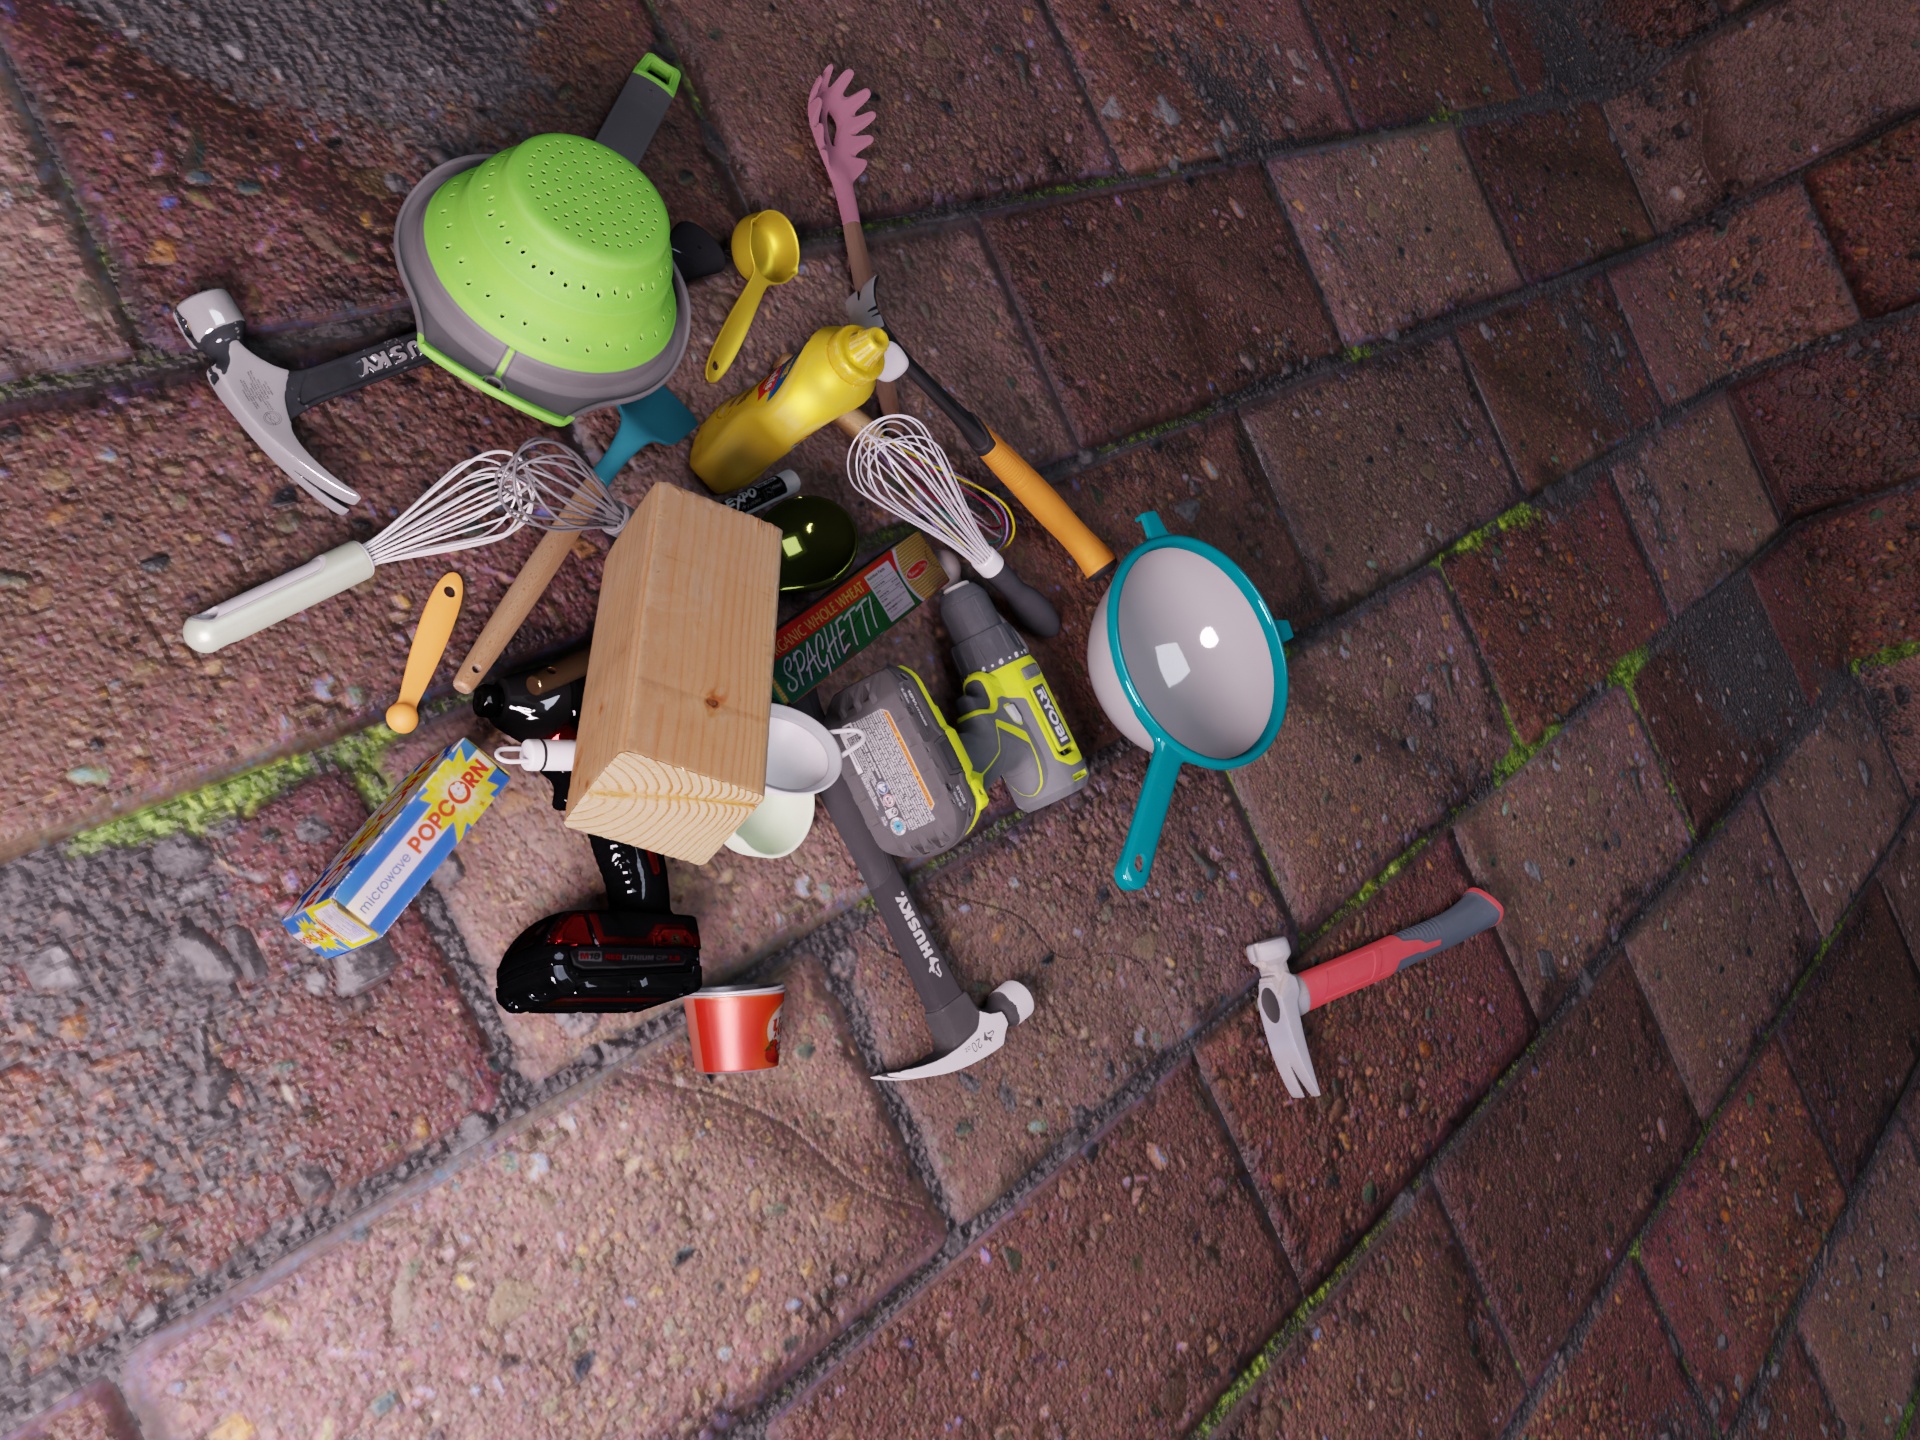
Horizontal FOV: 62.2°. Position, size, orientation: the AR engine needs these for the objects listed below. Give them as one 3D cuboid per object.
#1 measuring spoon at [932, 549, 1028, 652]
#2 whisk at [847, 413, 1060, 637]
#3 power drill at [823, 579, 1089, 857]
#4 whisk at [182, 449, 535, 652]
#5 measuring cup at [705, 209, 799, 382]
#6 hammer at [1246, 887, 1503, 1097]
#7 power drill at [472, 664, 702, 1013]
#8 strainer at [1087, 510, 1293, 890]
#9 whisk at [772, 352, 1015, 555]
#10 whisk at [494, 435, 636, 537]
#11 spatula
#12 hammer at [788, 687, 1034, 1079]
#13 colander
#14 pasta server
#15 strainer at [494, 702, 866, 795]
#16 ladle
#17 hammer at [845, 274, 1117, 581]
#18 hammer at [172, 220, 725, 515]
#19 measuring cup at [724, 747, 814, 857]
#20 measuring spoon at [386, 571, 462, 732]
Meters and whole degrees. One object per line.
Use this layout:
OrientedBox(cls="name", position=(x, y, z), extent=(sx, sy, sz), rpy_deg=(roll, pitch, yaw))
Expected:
OrientedBox(cls="measuring spoon", position=(0.019, -0.097, 1.324), extent=(0.124, 0.018, 0.034), rpy_deg=(44, 52, -22))
OrientedBox(cls="whisk", position=(0.003, -0.145, 1.274), extent=(0.284, 0.070, 0.070), rpy_deg=(43, 50, -43))
OrientedBox(cls="power drill", position=(-0.002, -0.004, 1.213), extent=(0.228, 0.080, 0.190), rpy_deg=(-26, 90, -57))
OrientedBox(cls="whisk", position=(-0.363, -0.104, 0.981), extent=(0.246, 0.058, 0.059), rpy_deg=(-37, 132, -38))
OrientedBox(cls="measuring cup", position=(-0.173, -0.328, 1.238), extent=(0.062, 0.029, 0.157), rpy_deg=(42, 63, -47))
OrientedBox(cls="hammer", position=(0.419, 0.242, 1.537), extent=(0.386, 0.038, 0.143), rpy_deg=(-10, 83, -42))
OrientedBox(cls="power drill", position=(-0.237, 0.070, 1.009), extent=(0.143, 0.078, 0.220), rpy_deg=(9, 66, -40))
OrientedBox(cls="strainer", position=(0.163, 0.002, 1.364), extent=(0.210, 0.095, 0.341), rpy_deg=(35, 57, -23))
OrientedBox(cls="whisk", position=(-0.050, -0.218, 1.292), extent=(0.244, 0.047, 0.051), rpy_deg=(37, 56, -22))
OrientedBox(cls="whisk", position=(-0.227, -0.130, 1.046), extent=(0.238, 0.055, 0.055), rpy_deg=(25, 55, -68))
OrientedBox(cls="spatula", position=(-0.262, -0.137, 1.074), extent=(0.082, 0.044, 0.318), rpy_deg=(42, 51, -25))
OrientedBox(cls="hammer", position=(-0.067, 0.106, 1.169), extent=(0.146, 0.035, 0.335), rpy_deg=(-30, 95, -43))
OrientedBox(cls="colander", position=(-0.247, -0.380, 1.105), extent=(0.204, 0.094, 0.397), rpy_deg=(28, 49, -20))
OrientedBox(cls="pasta server", position=(-0.081, -0.392, 1.328), extent=(0.060, 0.040, 0.316), rpy_deg=(-4, 79, -43))
OrientedBox(cls="strainer", position=(-0.175, 0.023, 1.013), extent=(0.258, 0.050, 0.087), rpy_deg=(2, 42, -40))
OrientedBox(cls="ladle", position=(-0.177, -0.086, 1.089), extent=(0.078, 0.062, 0.320), rpy_deg=(35, 35, 14))
OrientedBox(cls="hammer", position=(0.025, -0.228, 1.328), extent=(0.336, 0.034, 0.127), rpy_deg=(41, 22, -37))
OrientedBox(cls="hammer", position=(-0.311, -0.271, 1.090), extent=(0.409, 0.036, 0.149), rpy_deg=(-36, 101, -42))
OrientedBox(cls="measuring cup", position=(-0.159, 0.019, 1.097), extent=(0.083, 0.038, 0.167), rpy_deg=(-41, 115, -41))
OrientedBox(cls="measuring spoon", position=(-0.336, -0.045, 1.005), extent=(0.021, 0.011, 0.117), rpy_deg=(28, 58, -31))
